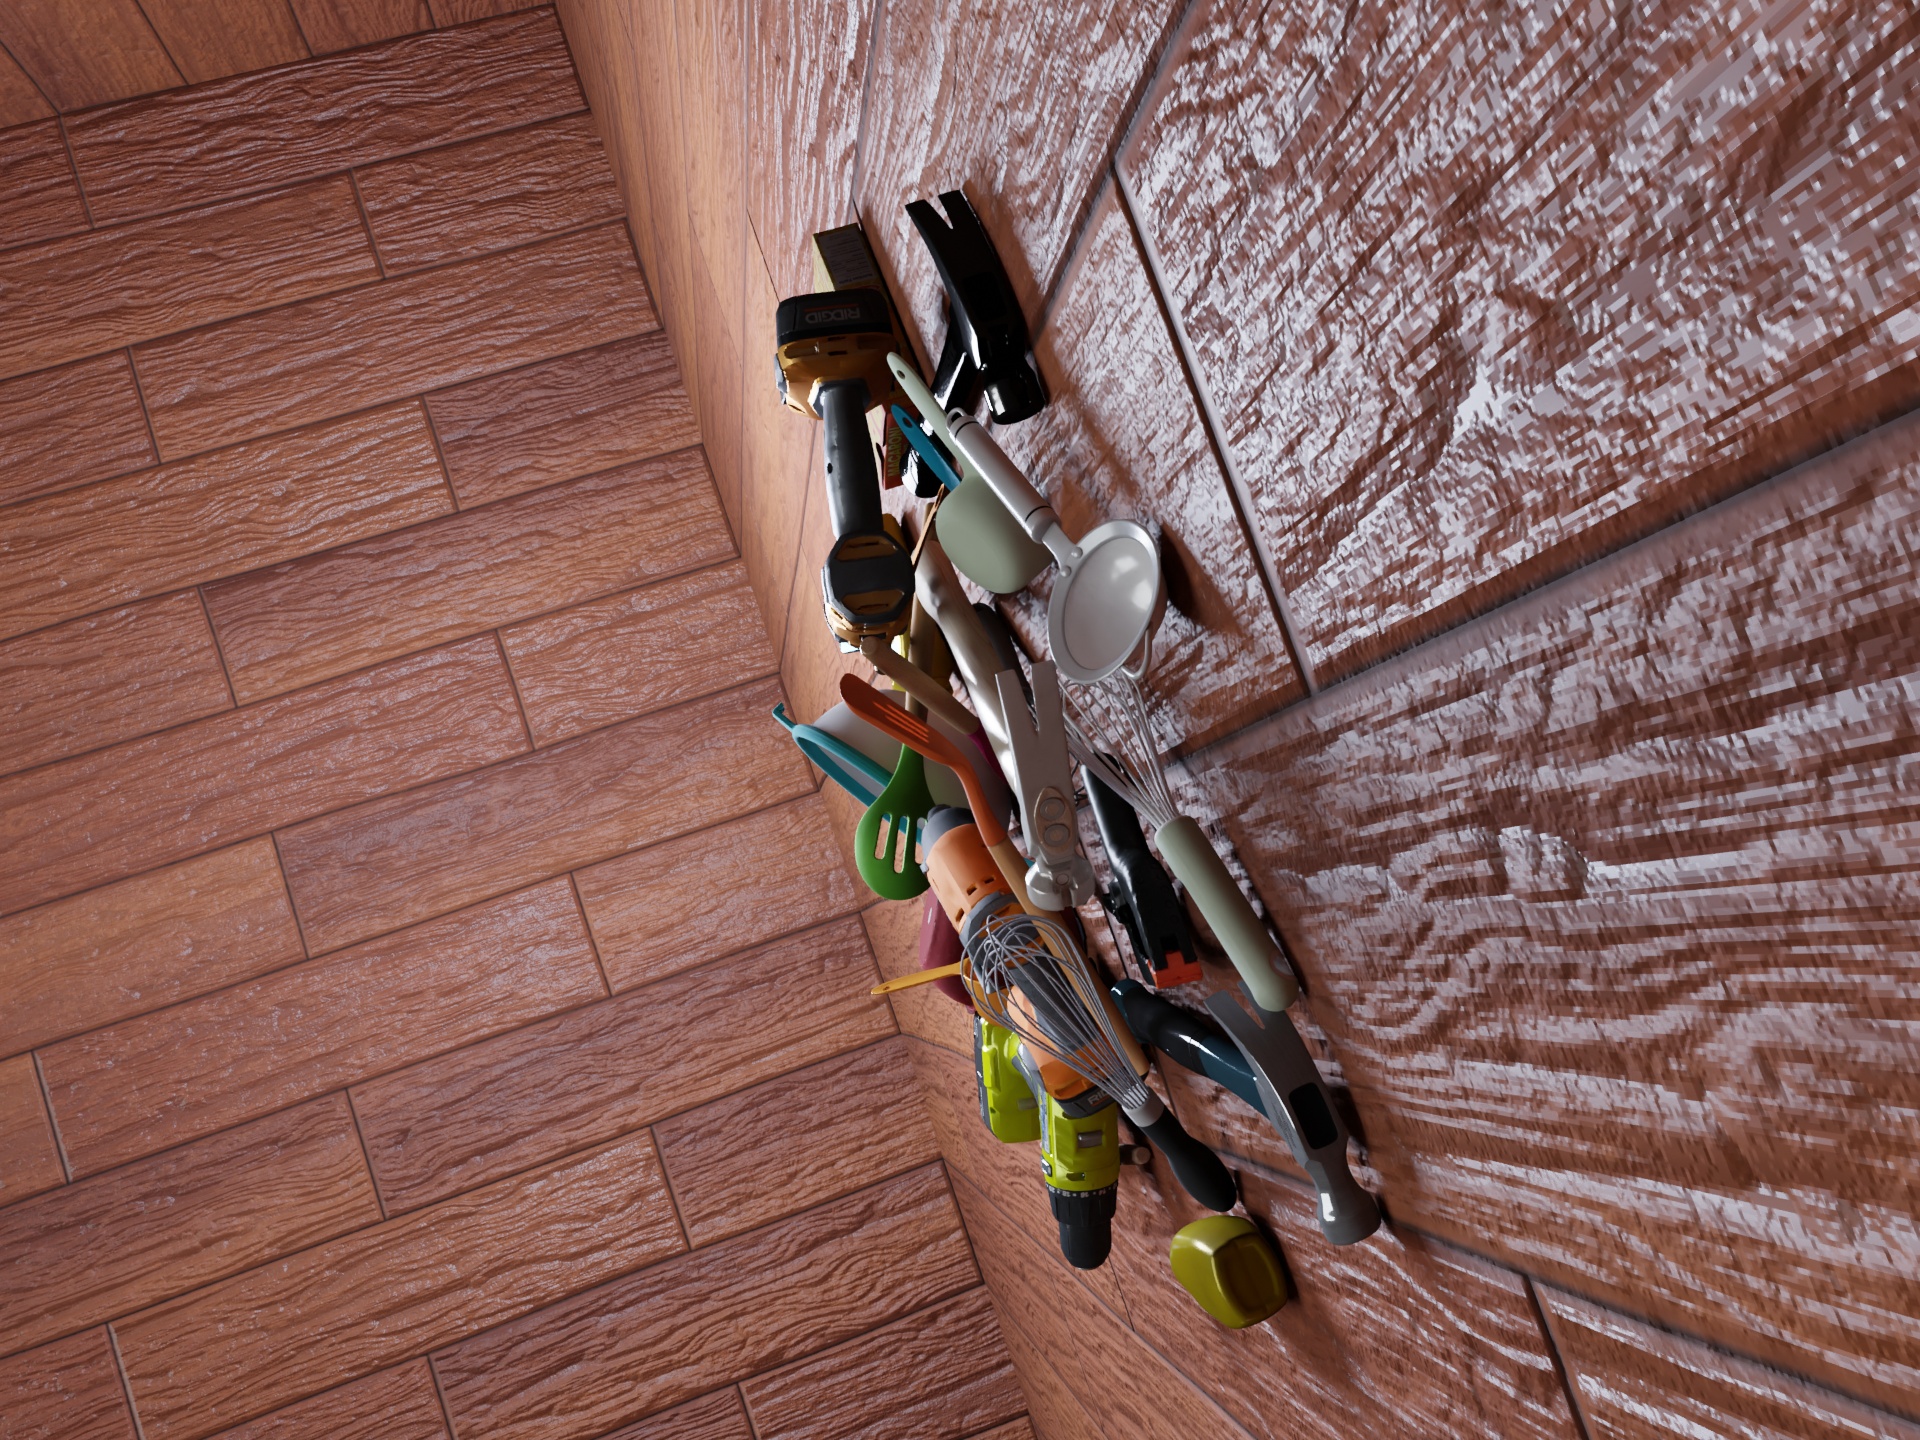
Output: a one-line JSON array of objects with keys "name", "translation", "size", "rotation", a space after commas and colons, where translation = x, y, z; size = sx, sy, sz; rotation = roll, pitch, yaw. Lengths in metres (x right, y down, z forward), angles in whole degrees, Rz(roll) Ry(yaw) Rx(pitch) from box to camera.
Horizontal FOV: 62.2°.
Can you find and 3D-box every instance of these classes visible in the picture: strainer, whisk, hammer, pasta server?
[{"name": "strainer", "translation": [0.007, 0.055, 1.294], "size": [0.341, 0.095, 0.210], "rotation": [23, 163, 48]}, {"name": "whisk", "translation": [0.043, -0.017, 1.108], "size": [0.239, 0.055, 0.055], "rotation": [-114, 11, -51]}, {"name": "whisk", "translation": [0.097, 0.219, 0.990], "size": [0.284, 0.070, 0.070], "rotation": [50, 179, -25]}, {"name": "hammer", "translation": [-0.011, -0.220, 1.059], "size": [0.334, 0.035, 0.146], "rotation": [133, 118, -78]}, {"name": "hammer", "translation": [0.011, -0.044, 1.028], "size": [0.411, 0.038, 0.146], "rotation": [-113, 11, -62]}, {"name": "pasta server", "translation": [0.118, 0.384, 1.406], "size": [0.316, 0.040, 0.060], "rotation": [116, 146, -74]}, {"name": "hammer", "translation": [0.147, 0.198, 0.939], "size": [0.331, 0.033, 0.128], "rotation": [178, 69, -80]}, {"name": "strainer", "translation": [0.051, -0.101, 0.854], "size": [0.087, 0.050, 0.259], "rotation": [-57, 44, 24]}, {"name": "whisk", "translation": [0.111, 0.054, 0.862], "size": [0.059, 0.057, 0.247], "rotation": [-48, 53, 26]}]

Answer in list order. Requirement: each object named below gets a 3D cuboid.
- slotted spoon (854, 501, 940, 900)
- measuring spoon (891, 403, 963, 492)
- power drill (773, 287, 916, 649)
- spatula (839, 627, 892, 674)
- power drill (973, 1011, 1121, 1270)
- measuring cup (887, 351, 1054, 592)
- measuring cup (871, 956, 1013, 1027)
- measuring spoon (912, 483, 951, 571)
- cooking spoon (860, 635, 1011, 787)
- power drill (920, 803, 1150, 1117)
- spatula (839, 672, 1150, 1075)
[{"name": "slotted spoon", "translation": [-0.035, -0.020, 1.217], "size": [0.031, 0.070, 0.314], "rotation": [96, 179, -75]}, {"name": "measuring spoon", "translation": [0.003, -0.157, 1.023], "size": [0.128, 0.021, 0.042], "rotation": [50, 157, -6]}, {"name": "power drill", "translation": [-0.075, -0.159, 1.099], "size": [0.185, 0.084, 0.226], "rotation": [118, 144, -82]}, {"name": "spatula", "translation": [-0.078, -0.071, 1.304], "size": [0.318, 0.044, 0.082], "rotation": [-111, 20, -77]}, {"name": "power drill", "translation": [0.078, 0.338, 1.357], "size": [0.228, 0.080, 0.190], "rotation": [-154, 59, -75]}, {"name": "measuring cup", "translation": [-0.006, -0.147, 0.971], "size": [0.083, 0.038, 0.167], "rotation": [6, 138, 56]}, {"name": "measuring cup", "translation": [0.011, 0.231, 1.347], "size": [0.095, 0.173, 0.052], "rotation": [-63, -45, -68]}, {"name": "measuring spoon", "translation": [-0.025, -0.120, 1.129], "size": [0.021, 0.011, 0.116], "rotation": [-83, 13, -46]}, {"name": "cooking spoon", "translation": [-0.002, -0.004, 1.118], "size": [0.069, 0.017, 0.318], "rotation": [64, -169, 23]}, {"name": "power drill", "translation": [0.044, 0.163, 1.151], "size": [0.226, 0.084, 0.164], "rotation": [59, 178, -33]}, {"name": "spatula", "translation": [0.027, 0.099, 0.999], "size": [0.322, 0.041, 0.081], "rotation": [58, -174, -13]}]
